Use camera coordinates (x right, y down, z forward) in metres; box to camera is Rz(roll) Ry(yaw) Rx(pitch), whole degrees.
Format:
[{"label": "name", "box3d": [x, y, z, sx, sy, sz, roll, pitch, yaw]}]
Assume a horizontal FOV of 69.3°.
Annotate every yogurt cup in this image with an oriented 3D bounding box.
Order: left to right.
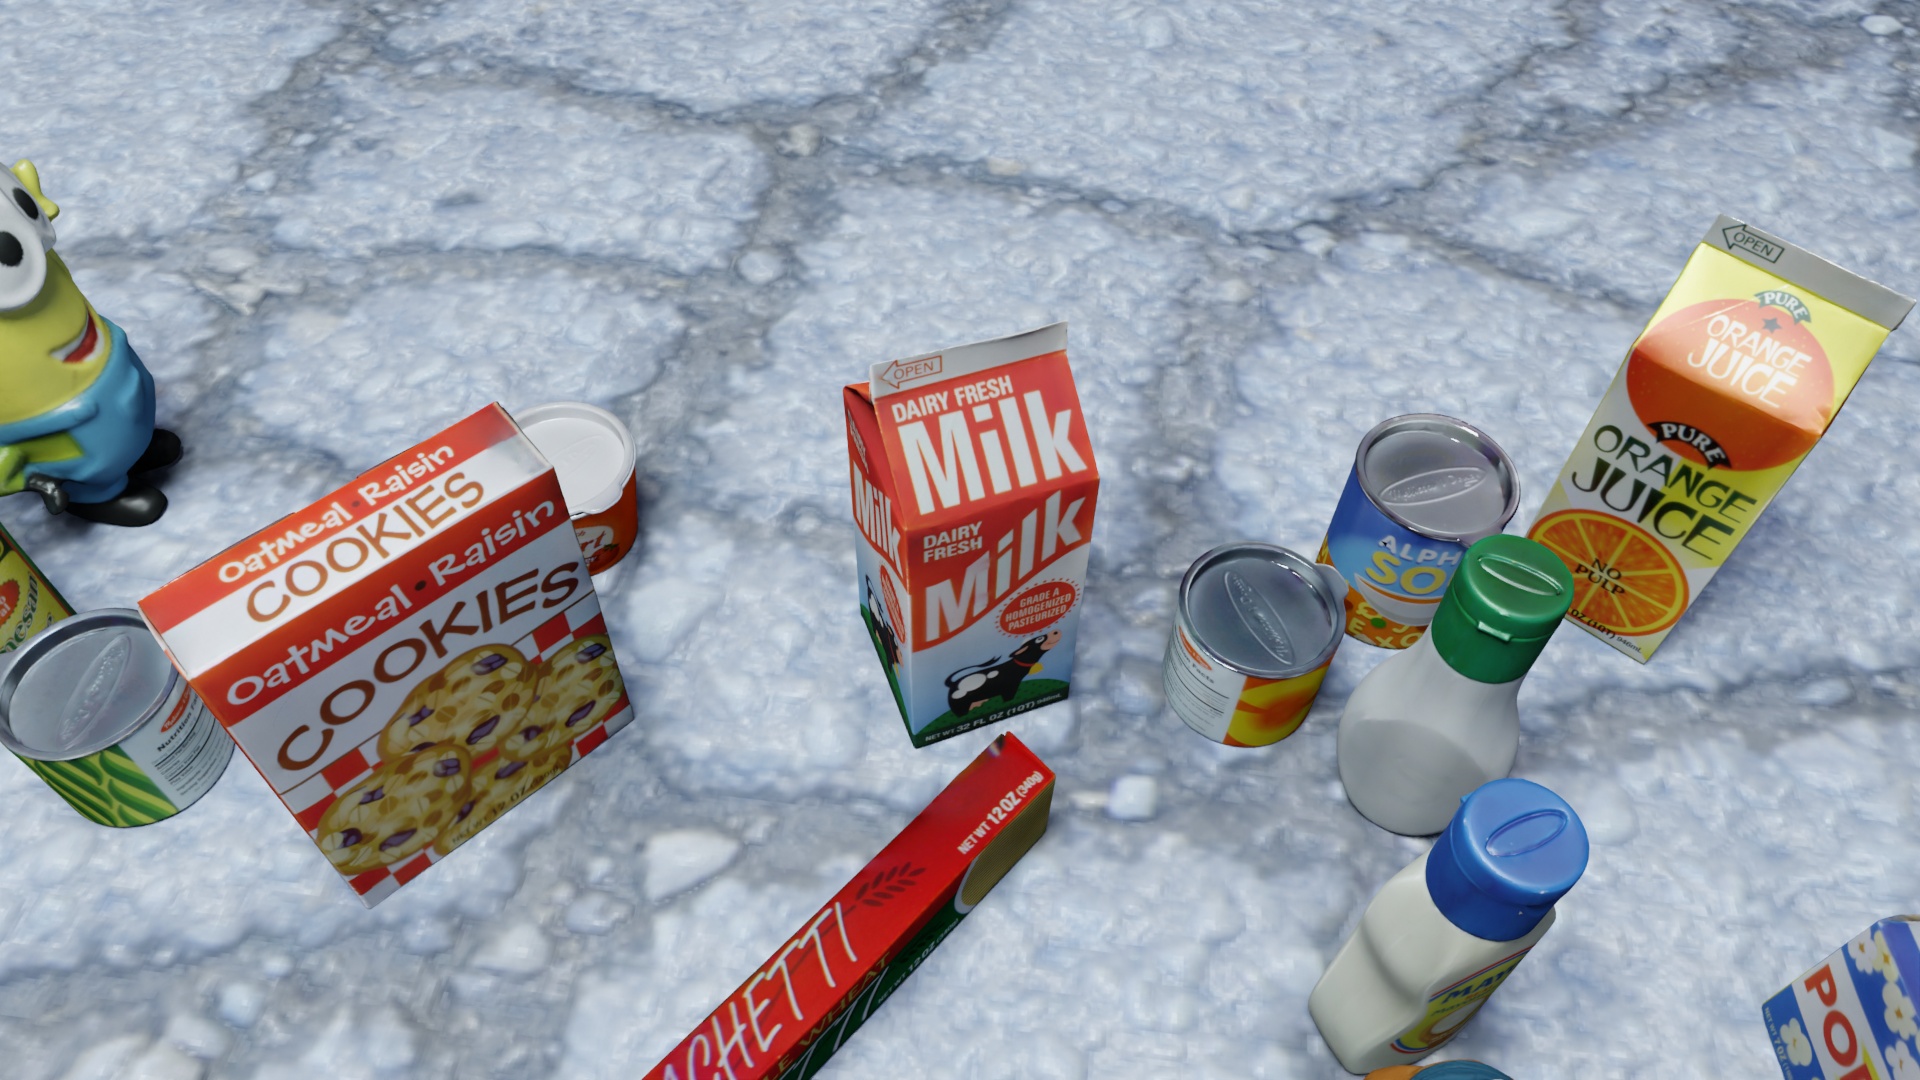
[{"label": "yogurt cup", "box3d": [-0.174, -0.020, 0.614, 0.072, 0.053, 0.073, 1, 52, -1]}]

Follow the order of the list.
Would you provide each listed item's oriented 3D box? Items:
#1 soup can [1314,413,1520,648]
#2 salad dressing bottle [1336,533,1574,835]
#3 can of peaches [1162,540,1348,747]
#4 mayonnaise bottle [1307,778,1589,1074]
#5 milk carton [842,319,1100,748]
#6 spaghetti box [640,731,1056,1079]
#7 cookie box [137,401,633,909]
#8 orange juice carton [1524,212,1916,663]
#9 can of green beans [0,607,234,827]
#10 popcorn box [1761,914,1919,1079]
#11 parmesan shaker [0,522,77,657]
[{"label": "soup can", "box3d": [0.193, 0.000, 0.593, 0.071, 0.083, 0.072, 1, 52, -1]}, {"label": "salad dressing bottle", "box3d": [0.180, 0.056, 0.508, 0.064, 0.146, 0.044, 26, 56, 17]}, {"label": "can of peaches", "box3d": [0.121, 0.043, 0.573, 0.071, 0.057, 0.071, 1, 52, -1]}, {"label": "mayonnaise bottle", "box3d": [0.159, 0.128, 0.452, 0.065, 0.147, 0.041, -19, 56, -16]}, {"label": "milk carton", "box3d": [0.002, -0.007, 0.524, 0.072, 0.189, 0.074, -16, 55, -13]}, {"label": "spaghetti box", "box3d": [-0.058, 0.164, 0.478, 0.029, 0.050, 0.251, 36, 60, 23]}, {"label": "cookie box", "box3d": [-0.190, 0.045, 0.492, 0.123, 0.166, 0.040, -36, 62, -26]}, {"label": "orange juice carton", "box3d": [0.297, -0.042, 0.560, 0.072, 0.191, 0.073, 34, 59, 22]}, {"label": "can of green beans", "box3d": [-0.326, 0.069, 0.538, 0.071, 0.057, 0.071, 1, 52, -1]}, {"label": "popcorn box", "box3d": [0.314, 0.196, 0.444, 0.038, 0.084, 0.127, 0, 52, -1]}, {"label": "parmesan shaker", "box3d": [-0.392, 0.024, 0.542, 0.071, 0.102, 0.072, 1, 52, -1]}]
